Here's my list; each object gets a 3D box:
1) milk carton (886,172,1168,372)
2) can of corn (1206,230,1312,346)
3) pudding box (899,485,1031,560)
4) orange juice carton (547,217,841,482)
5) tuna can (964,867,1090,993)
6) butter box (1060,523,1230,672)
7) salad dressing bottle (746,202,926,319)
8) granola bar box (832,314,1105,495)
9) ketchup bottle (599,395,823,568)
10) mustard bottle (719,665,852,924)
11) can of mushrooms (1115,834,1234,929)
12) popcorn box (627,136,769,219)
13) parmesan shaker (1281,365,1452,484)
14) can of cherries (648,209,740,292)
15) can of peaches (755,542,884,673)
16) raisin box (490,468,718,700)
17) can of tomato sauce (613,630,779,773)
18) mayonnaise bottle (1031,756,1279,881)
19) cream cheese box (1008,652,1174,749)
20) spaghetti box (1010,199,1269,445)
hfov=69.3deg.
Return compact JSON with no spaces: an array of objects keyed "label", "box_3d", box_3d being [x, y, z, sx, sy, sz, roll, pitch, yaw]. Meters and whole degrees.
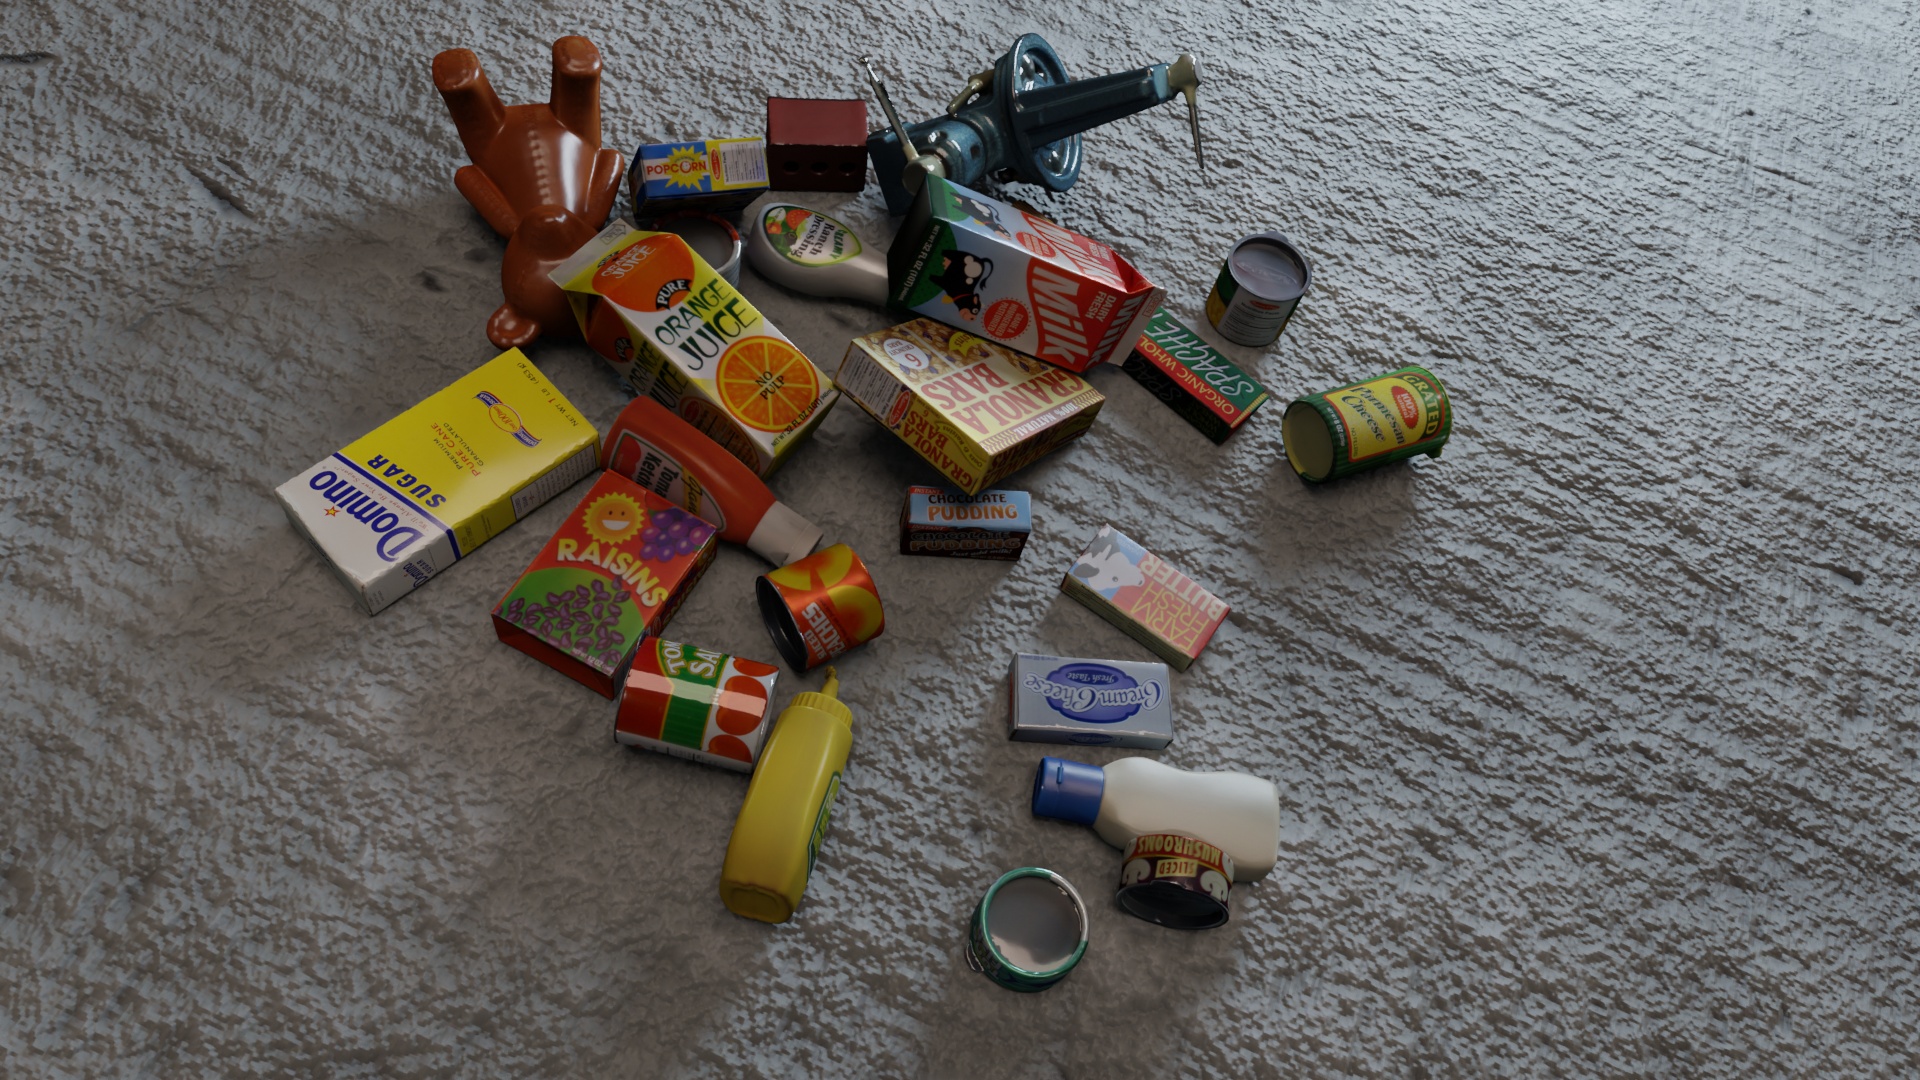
[{"label":"milk carton","box_3d":[0.049,-0.182,0.983,0.190,0.072,0.074,18,34,-19]},{"label":"can of corn","box_3d":[0.230,-0.195,1.074,0.071,0.058,0.071,5,59,-8]},{"label":"pudding box","box_3d":[0.003,-0.012,0.929,0.084,0.049,0.030,3,61,-9]},{"label":"orange juice carton","box_3d":[-0.179,-0.129,0.921,0.192,0.072,0.072,43,61,-4]},{"label":"tuna can","box_3d":[0.038,0.226,0.805,0.071,0.032,0.071,5,59,-8]},{"label":"butter box","box_3d":[0.125,0.039,0.937,0.103,0.024,0.053,34,60,10]},{"label":"salad dressing bottle","box_3d":[-0.082,-0.202,1.028,0.148,0.043,0.064,21,57,1]},{"label":"granola bar box","box_3d":[0.009,-0.102,0.949,0.124,0.039,0.166,40,34,14]},{"label":"ketchup bottle","box_3d":[-0.160,-0.031,0.905,0.149,0.064,0.044,33,46,-1]},{"label":"mustard bottle","box_3d":[-0.095,0.140,0.814,0.049,0.065,0.161,15,55,3]},{"label":"can of mushrooms","box_3d":[0.126,0.200,0.816,0.071,0.070,0.033,16,57,-1]},{"label":"popcorn box","box_3d":[-0.190,-0.258,0.994,0.085,0.127,0.038,-10,99,-16]},{"label":"parmesan shaker","box_3d":[0.298,-0.082,1.018,0.103,0.071,0.071,-17,65,-19]},{"label":"can of cherries","box_3d":[-0.193,-0.195,0.994,0.071,0.058,0.072,5,60,-8]},{"label":"can of peaches","box_3d":[-0.087,0.043,0.869,0.058,0.071,0.071,-24,67,-23]},{"label":"raisin box","box_3d":[-0.220,0.026,0.871,0.086,0.040,0.124,27,58,6]},{"label":"can of tomato sauce","box_3d":[-0.155,0.095,0.825,0.083,0.070,0.071,14,59,-3]},{"label":"mayonnaise bottle","box_3d":[0.119,0.165,0.853,0.148,0.041,0.065,12,53,-2]},{"label":"cream cheese box","box_3d":[0.083,0.103,0.891,0.104,0.024,0.053,5,60,-8]},{"label":"spaghetti box","box_3d":[0.120,-0.167,1.055,0.250,0.028,0.050,41,61,14]}]
